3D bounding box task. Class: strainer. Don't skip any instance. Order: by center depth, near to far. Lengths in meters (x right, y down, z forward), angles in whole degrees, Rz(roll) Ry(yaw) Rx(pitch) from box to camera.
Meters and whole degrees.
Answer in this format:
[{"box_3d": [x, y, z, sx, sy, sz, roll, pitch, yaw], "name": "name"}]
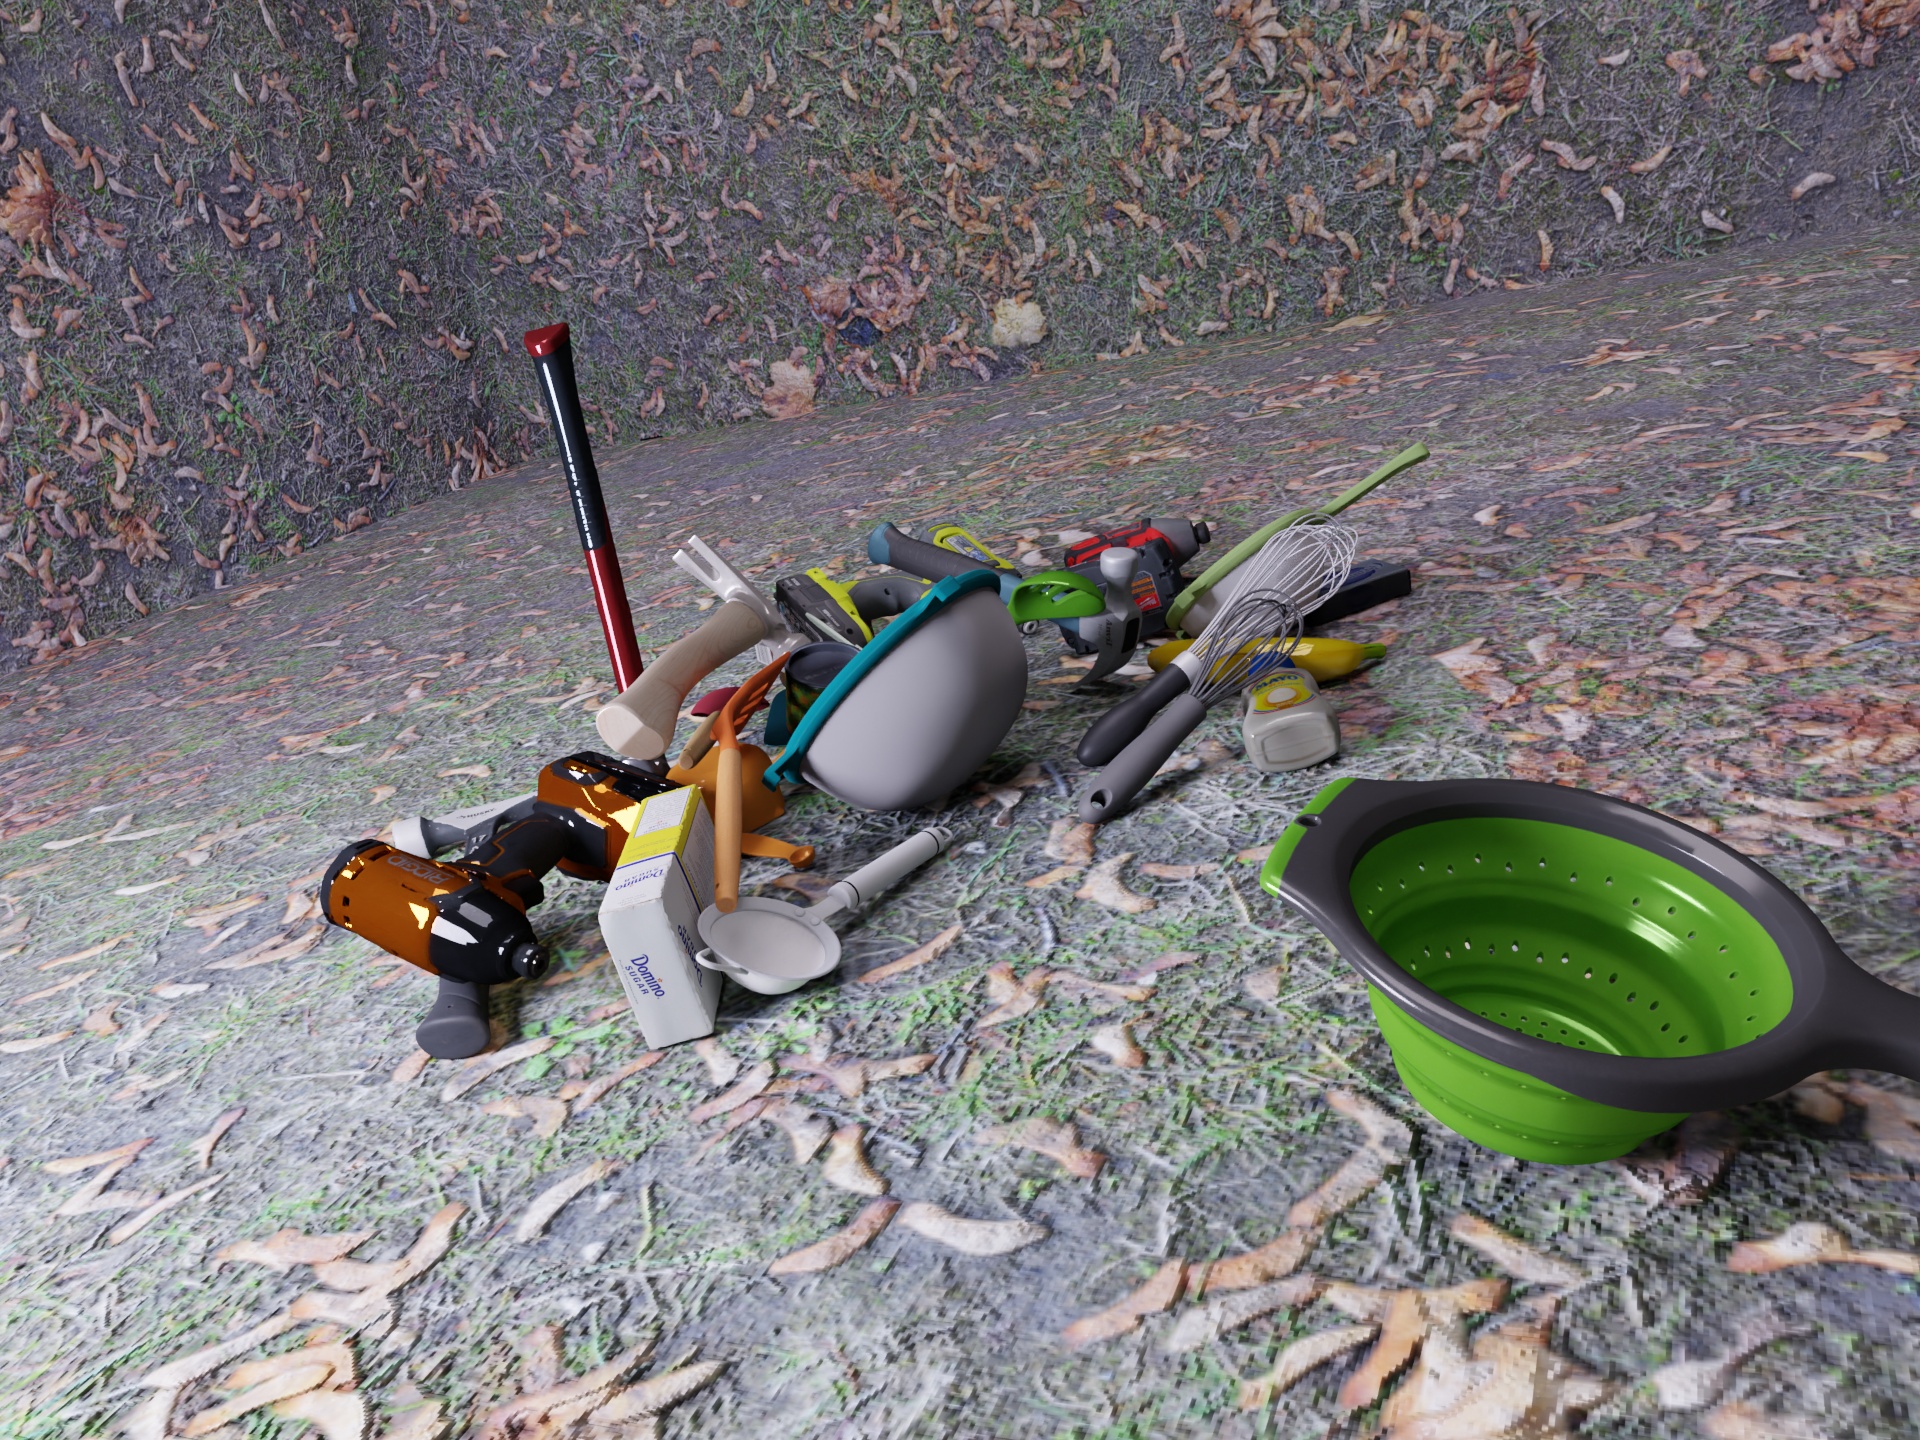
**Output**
[{"box_3d": [-0.077, 0.116, 0.992, 0.087, 0.050, 0.258, 28, 31, 24], "name": "strainer"}, {"box_3d": [-0.002, -0.004, 1.202, 0.211, 0.095, 0.340, -47, -12, 13], "name": "strainer"}, {"box_3d": [0.290, -0.132, 1.305, 0.256, 0.069, 0.151, -35, -12, 2], "name": "strainer"}]

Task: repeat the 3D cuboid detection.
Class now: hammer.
[{"box_3d": [-0.344, 0.133, 1.136, 0.149, 0.036, 0.409, -16, 20, -10], "name": "hammer"}, {"box_3d": [-0.215, -0.057, 1.255, 0.038, 0.146, 0.411, -44, 7, 15], "name": "hammer"}, {"box_3d": [-0.284, -0.126, 1.282, 0.038, 0.386, 0.143, -13, 0, 6], "name": "hammer"}, {"box_3d": [0.029, -0.120, 1.383, 0.033, 0.128, 0.331, -22, 31, -35], "name": "hammer"}]

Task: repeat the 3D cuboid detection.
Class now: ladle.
[{"box_3d": [-0.197, 0.005, 1.269, 0.069, 0.031, 0.315, -9, 9, 0], "name": "ladle"}]

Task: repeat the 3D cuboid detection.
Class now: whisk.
[{"box_3d": [0.159, -0.011, 1.106, 0.239, 0.055, 0.055, -44, 31, -24], "name": "whisk"}, {"box_3d": [0.192, -0.059, 1.188, 0.284, 0.070, 0.070, -41, 26, -14], "name": "whisk"}]

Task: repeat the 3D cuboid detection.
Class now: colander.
[{"box_3d": [0.311, 0.136, 0.620, 0.397, 0.094, 0.204, 18, 32, 26], "name": "colander"}]

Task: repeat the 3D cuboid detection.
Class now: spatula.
[{"box_3d": [-0.148, 0.040, 1.076, 0.081, 0.041, 0.323, -55, 20, 19], "name": "spatula"}, {"box_3d": [-0.141, -0.019, 1.393, 0.082, 0.044, 0.317, -6, 7, -10], "name": "spatula"}]

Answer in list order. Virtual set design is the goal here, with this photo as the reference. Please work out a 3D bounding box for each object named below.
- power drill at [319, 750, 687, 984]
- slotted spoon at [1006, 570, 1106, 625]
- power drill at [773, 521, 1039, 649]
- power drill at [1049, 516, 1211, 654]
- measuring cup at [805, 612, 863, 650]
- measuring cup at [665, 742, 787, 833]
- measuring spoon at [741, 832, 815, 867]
[{"box_3d": [-0.277, 0.102, 1.049, 0.164, 0.084, 0.226, 18, 25, 27], "name": "power drill"}, {"box_3d": [-0.001, -0.066, 1.334, 0.070, 0.031, 0.314, 24, -32, -37], "name": "slotted spoon"}, {"box_3d": [-0.049, -0.107, 1.513, 0.223, 0.080, 0.171, -21, 43, -26], "name": "power drill"}, {"box_3d": [0.161, -0.139, 1.481, 0.143, 0.078, 0.220, -17, 14, 15], "name": "power drill"}, {"box_3d": [-0.098, -0.045, 1.363, 0.038, 0.083, 0.168, -48, 47, -4], "name": "measuring cup"}, {"box_3d": [-0.170, 0.035, 1.261, 0.095, 0.052, 0.174, -5, 23, 24], "name": "measuring cup"}, {"box_3d": [-0.141, 0.094, 1.145, 0.117, 0.011, 0.021, 4, 37, 49], "name": "measuring spoon"}]
